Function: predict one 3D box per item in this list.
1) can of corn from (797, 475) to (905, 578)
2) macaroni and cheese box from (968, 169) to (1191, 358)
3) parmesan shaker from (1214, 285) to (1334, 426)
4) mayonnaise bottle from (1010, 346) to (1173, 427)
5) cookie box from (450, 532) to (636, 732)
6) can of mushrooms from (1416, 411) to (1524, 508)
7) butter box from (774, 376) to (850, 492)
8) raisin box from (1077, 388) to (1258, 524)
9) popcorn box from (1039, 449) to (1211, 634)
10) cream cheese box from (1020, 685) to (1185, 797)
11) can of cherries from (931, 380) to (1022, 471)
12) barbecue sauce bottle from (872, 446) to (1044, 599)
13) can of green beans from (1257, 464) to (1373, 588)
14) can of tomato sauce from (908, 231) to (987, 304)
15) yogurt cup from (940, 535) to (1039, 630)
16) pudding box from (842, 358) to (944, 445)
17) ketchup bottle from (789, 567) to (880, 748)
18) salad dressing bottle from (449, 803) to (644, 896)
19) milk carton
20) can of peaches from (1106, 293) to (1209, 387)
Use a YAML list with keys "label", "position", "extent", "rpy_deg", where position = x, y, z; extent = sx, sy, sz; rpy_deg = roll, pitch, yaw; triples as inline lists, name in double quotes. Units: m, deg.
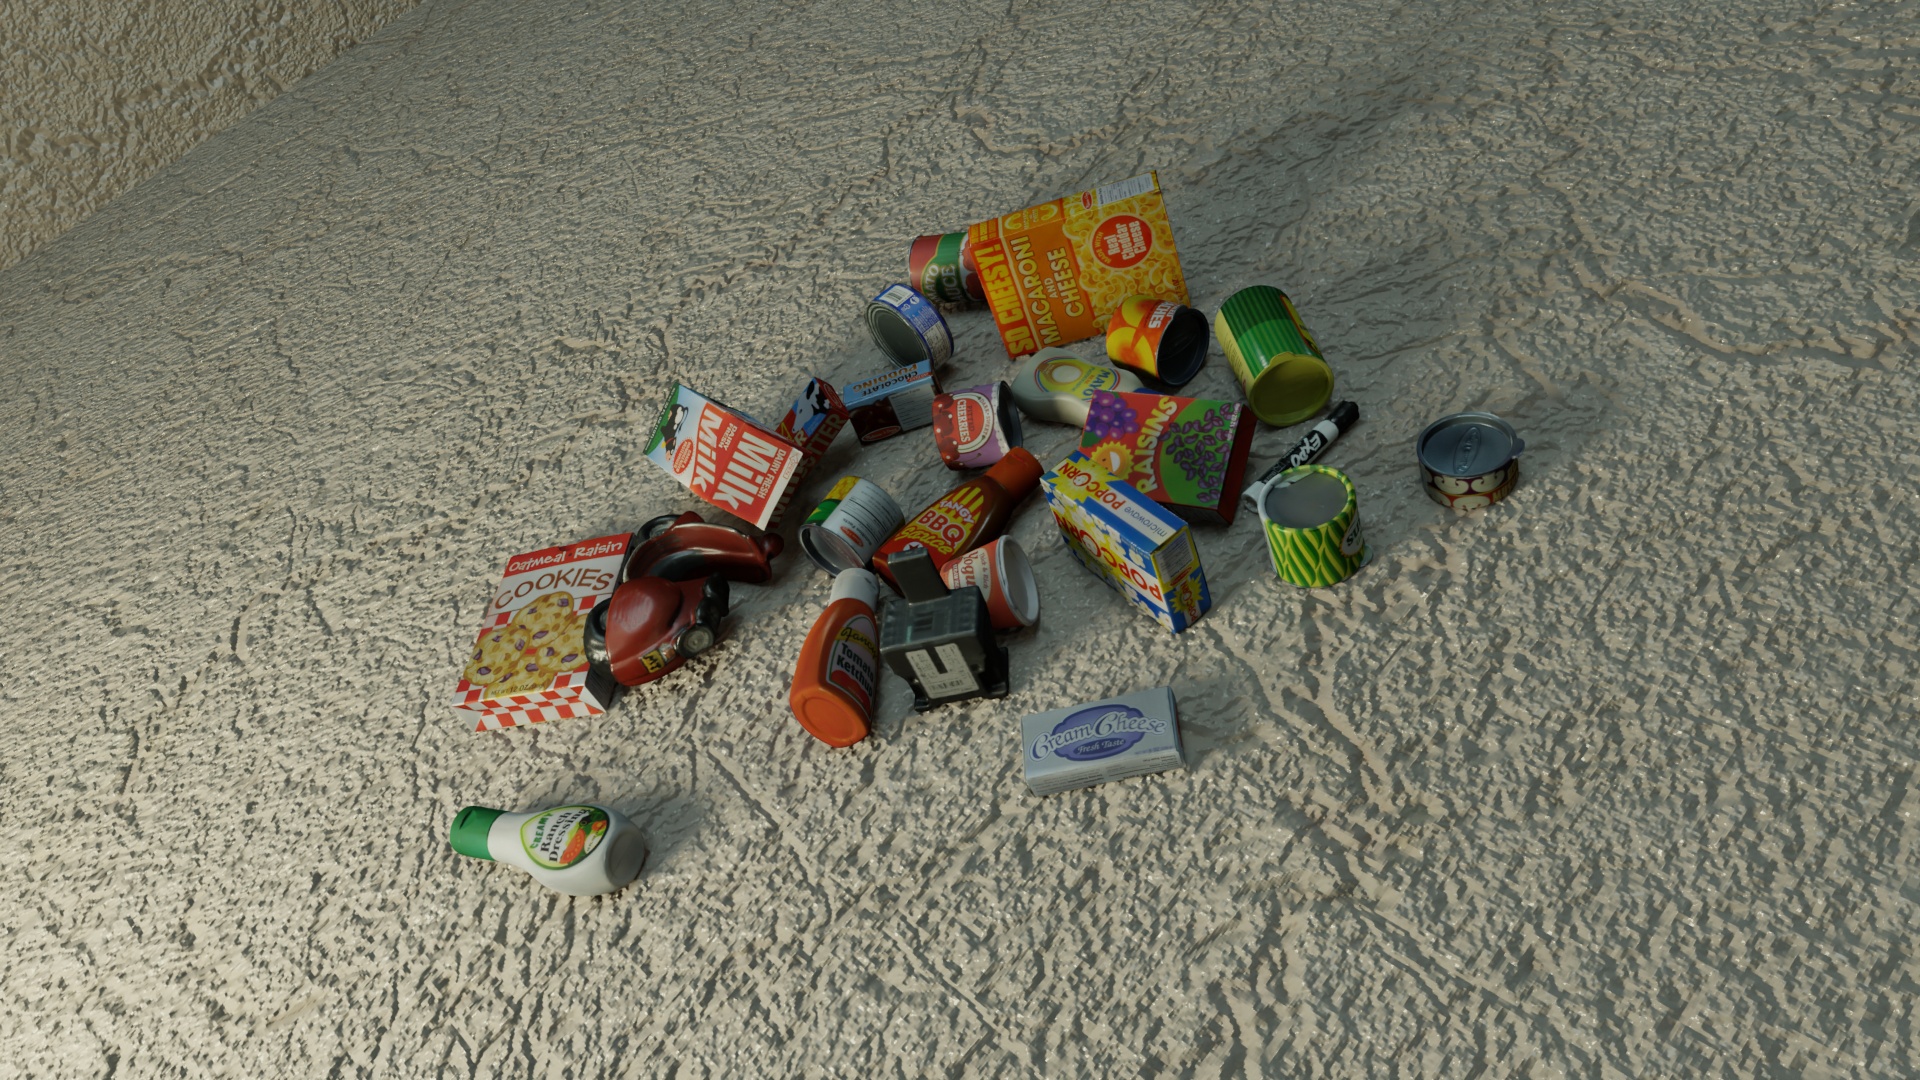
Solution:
- label: "can of corn"
  position: [-0.087, -0.008, 1.103]
  extent: [0.071, 0.071, 0.058]
  rpy_deg: [14, 54, 35]
- label: "macaroni and cheese box"
  position: [0.104, -0.236, 1.202]
  extent: [0.166, 0.123, 0.040]
  rpy_deg: [-14, 40, 12]
- label: "parmesan shaker"
  position: [0.244, -0.148, 1.087]
  extent: [0.071, 0.071, 0.103]
  rpy_deg: [-18, 42, 7]
- label: "mayonnaise bottle"
  position: [0.114, -0.117, 1.136]
  extent: [0.148, 0.041, 0.065]
  rpy_deg: [22, 60, 38]
- label: "cookie box"
  position: [-0.335, 0.073, 1.151]
  extent: [0.123, 0.040, 0.168]
  rpy_deg: [-10, 44, 15]
- label: "can of mushrooms"
  position: [0.357, -0.056, 0.969]
  extent: [0.071, 0.033, 0.071]
  rpy_deg: [-13, 42, 12]
- label: "butter box"
  position: [-0.139, -0.085, 1.200]
  extent: [0.103, 0.024, 0.053]
  rpy_deg: [-52, 40, 15]
- label: "raisin box"
  position: [0.152, -0.065, 1.046]
  extent: [0.123, 0.040, 0.086]
  rpy_deg: [9, 79, 31]
- label: "popcorn box"
  position: [0.117, 0.000, 0.984]
  extent: [0.038, 0.085, 0.127]
  rpy_deg: [-37, 44, -13]
- label: "cream cheese box"
  position: [0.092, 0.131, 0.907]
  extent: [0.104, 0.024, 0.054]
  rpy_deg: [-13, 43, 12]
- label: "can of cherries"
  position: [0.013, -0.094, 1.138]
  extent: [0.058, 0.071, 0.072]
  rpy_deg: [-10, 44, 16]
- label: "barbecue sauce bottle"
  position: [0.004, -0.014, 1.080]
  extent: [0.065, 0.043, 0.149]
  rpy_deg: [33, 66, 33]
- label: "can of green beans"
  position: [0.242, -0.010, 0.957]
  extent: [0.071, 0.057, 0.071]
  rpy_deg: [-13, 43, 12]
- label: "can of tomato sauce"
  position: [0.001, -0.257, 1.314]
  extent: [0.083, 0.071, 0.071]
  rpy_deg: [0, 47, 24]
- label: "yogurt cup"
  position: [0.020, 0.035, 1.010]
  extent: [0.054, 0.072, 0.073]
  rpy_deg: [-18, 42, 20]
- label: "pudding box"
  position: [-0.057, -0.121, 1.213]
  extent: [0.084, 0.049, 0.030]
  rpy_deg: [-18, 41, 8]
- label: "ketchup bottle"
  position: [-0.086, 0.079, 1.017]
  extent: [0.043, 0.064, 0.149]
  rpy_deg: [-29, 29, 24]
- label: "salad dressing bottle"
  position: [-0.296, 0.215, 0.985]
  extent: [0.147, 0.043, 0.064]
  rpy_deg: [1, 46, 26]
- label: "milk carton"
  position: [-0.190, -0.068, 1.167]
  extent: [0.191, 0.073, 0.072]
  rpy_deg: [32, 97, 52]
- label: "can of peaches"
  position: [0.162, -0.168, 1.145]
  extent: [0.071, 0.071, 0.058]
  rpy_deg: [-44, 44, -20]
